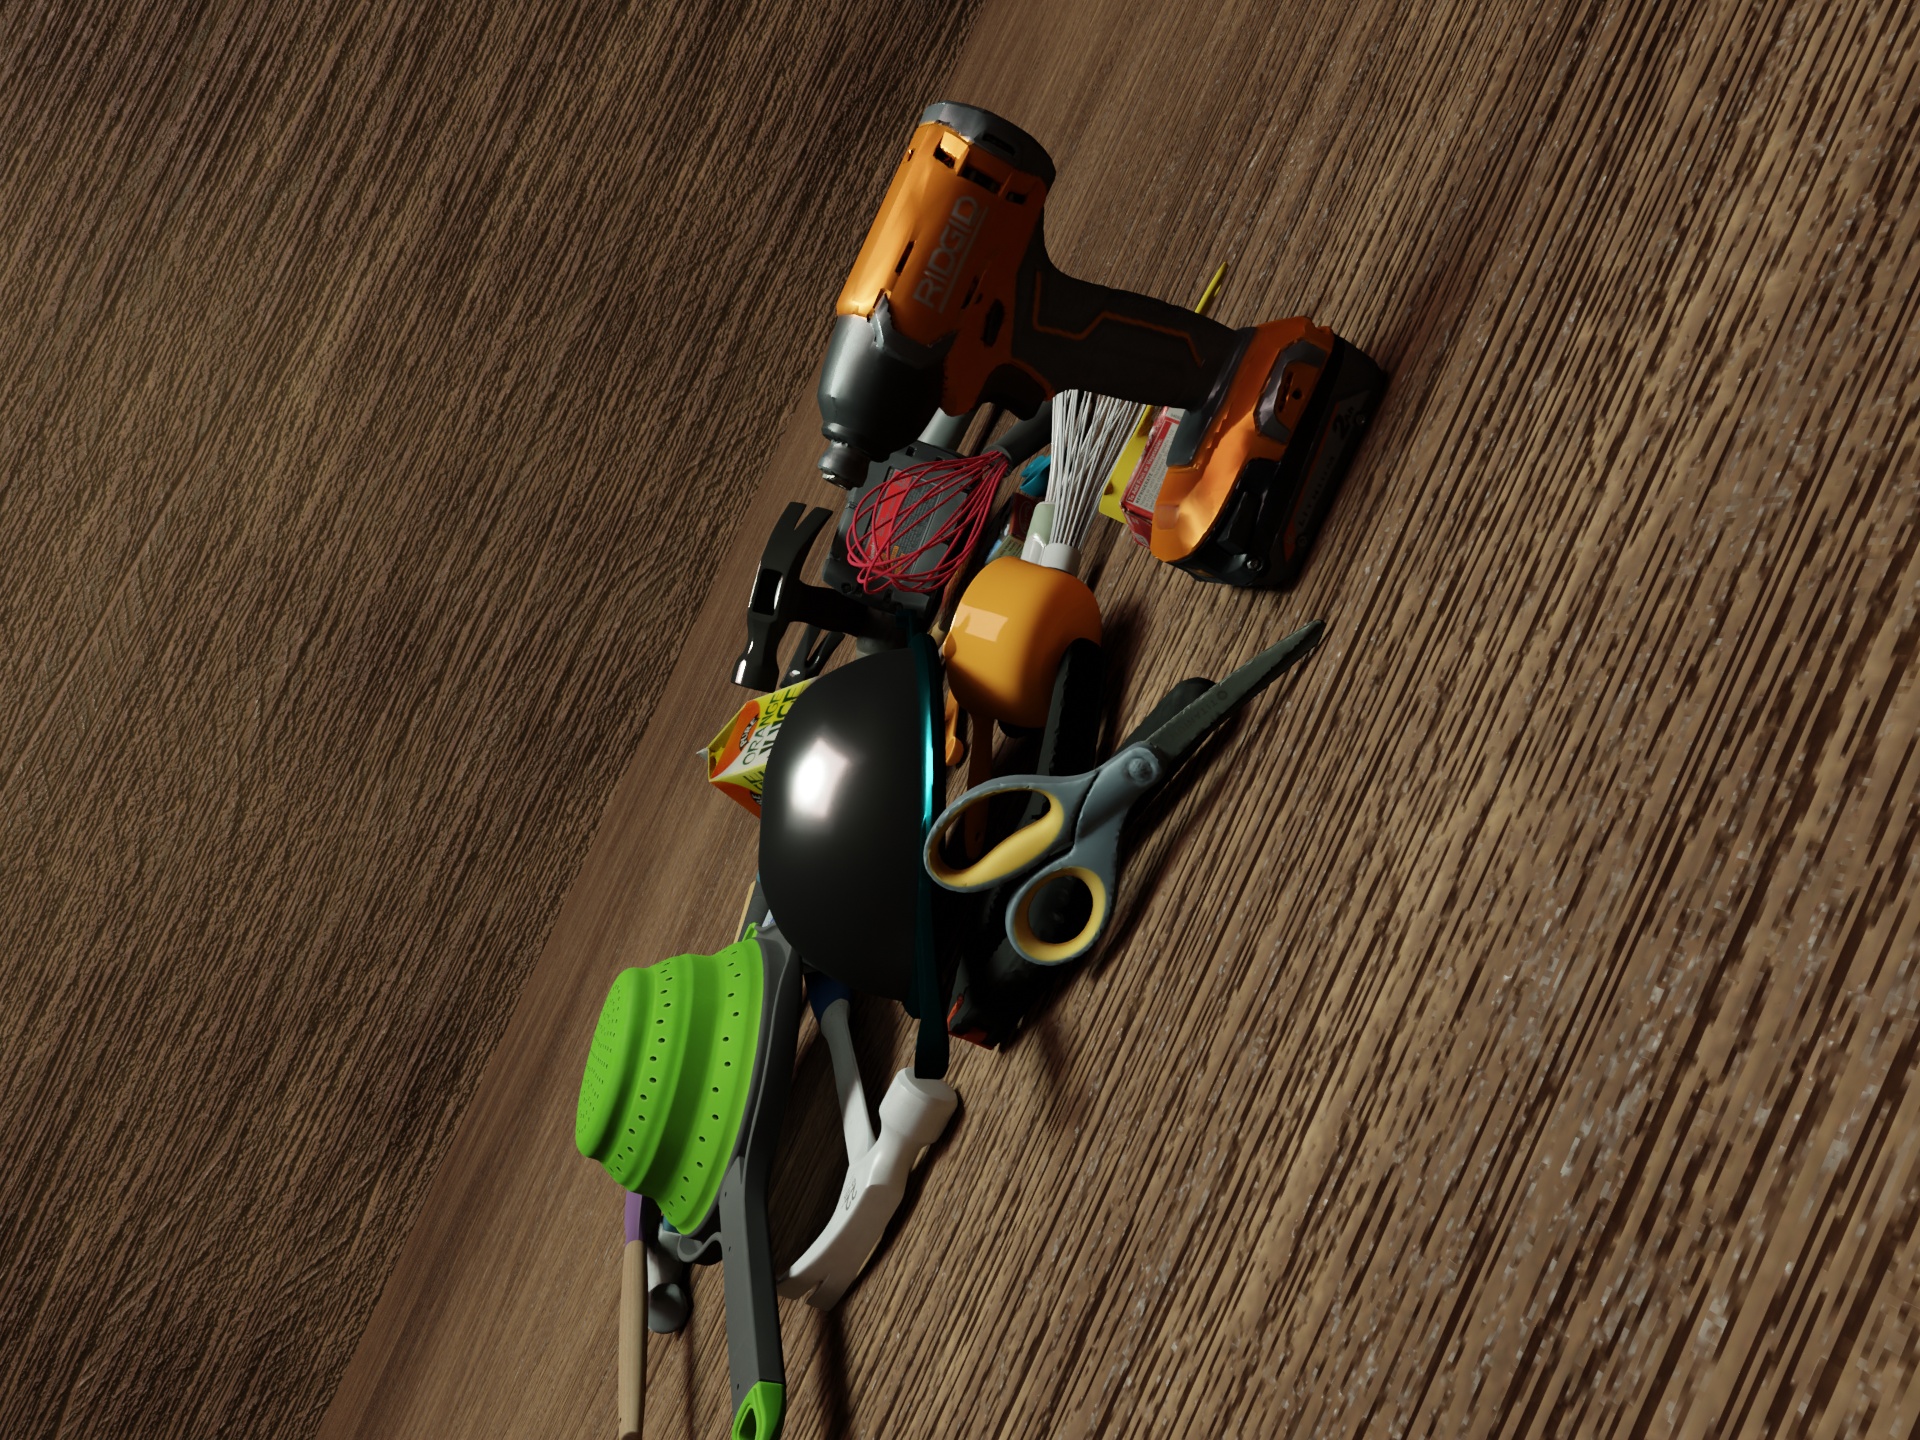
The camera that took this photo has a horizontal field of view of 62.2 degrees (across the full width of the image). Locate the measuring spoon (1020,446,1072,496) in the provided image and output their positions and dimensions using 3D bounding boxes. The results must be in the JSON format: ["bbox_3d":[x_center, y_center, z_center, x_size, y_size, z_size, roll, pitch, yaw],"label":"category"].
[{"bbox_3d":[0.060,-0.172,1.120,0.042,0.021,0.129,-44,9,5],"label":"measuring spoon"}]

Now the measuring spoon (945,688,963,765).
[{"bbox_3d":[-0.002,-0.003,1.069,0.117,0.011,0.021,-85,22,-60],"label":"measuring spoon"}]

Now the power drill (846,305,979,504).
[{"bbox_3d":[-0.010,-0.278,1.391,0.228,0.080,0.191,-55,18,22],"label":"power drill"}]

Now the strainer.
[{"bbox_3d":[-0.058,0.079,0.811,0.341,0.095,0.211,-100,13,-68],"label":"strainer"}]

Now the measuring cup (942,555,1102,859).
[{"bbox_3d":[0.034,0.000,0.862,0.095,0.052,0.173,-16,-63,-54],"label":"measuring cup"}]

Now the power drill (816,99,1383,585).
[{"bbox_3d":[0.052,-0.141,0.694,0.164,0.226,0.084,-65,15,1],"label":"power drill"}]

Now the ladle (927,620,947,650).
[{"bbox_3d":[-0.089,0.027,1.276,0.315,0.031,0.069,-51,22,35],"label":"ladle"}]

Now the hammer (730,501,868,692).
[{"bbox_3d":[-0.104,-0.088,1.200,0.331,0.031,0.130,-11,-65,-83],"label":"hammer"}]

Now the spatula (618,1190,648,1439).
[{"bbox_3d":[-0.215,0.366,1.049,0.316,0.018,0.059,-125,49,-71],"label":"spatula"}]

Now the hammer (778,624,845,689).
[{"bbox_3d":[-0.100,0.025,1.222,0.127,0.034,0.337,-63,23,10],"label":"hammer"}]

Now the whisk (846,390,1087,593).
[{"bbox_3d":[0.014,-0.158,1.017,0.073,0.073,0.296,-50,-2,43],"label":"whisk"}]

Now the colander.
[{"bbox_3d":[-0.155,0.242,0.866,0.397,0.094,0.204,-114,43,-64],"label":"colander"}]

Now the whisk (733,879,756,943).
[{"bbox_3d":[-0.182,0.211,1.263,0.245,0.051,0.047,-83,18,-55],"label":"whisk"}]

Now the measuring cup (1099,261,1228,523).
[{"bbox_3d":[0.116,-0.167,0.837,0.062,0.029,0.156,-52,-10,-48],"label":"measuring cup"}]

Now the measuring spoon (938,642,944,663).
[{"bbox_3d":[-0.024,-0.010,1.148,0.034,0.018,0.124,-48,16,47],"label":"measuring spoon"}]

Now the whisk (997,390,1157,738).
[{"bbox_3d":[0.068,-0.123,0.947,0.070,0.070,0.285,-19,53,69],"label":"whisk"}]

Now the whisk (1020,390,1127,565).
[{"bbox_3d":[0.061,-0.140,1.007,0.058,0.059,0.246,2,69,43],"label":"whisk"}]

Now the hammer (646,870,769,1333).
[{"bbox_3d":[-0.167,0.241,1.106,0.128,0.033,0.331,-167,93,-75],"label":"hammer"}]

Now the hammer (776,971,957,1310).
[{"bbox_3d":[-0.079,0.191,0.968,0.144,0.035,0.406,-62,16,9],"label":"hammer"}]

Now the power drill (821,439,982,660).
[{"bbox_3d":[-0.043,-0.119,1.189,0.227,0.080,0.188,-52,-17,-84],"label":"power drill"}]
